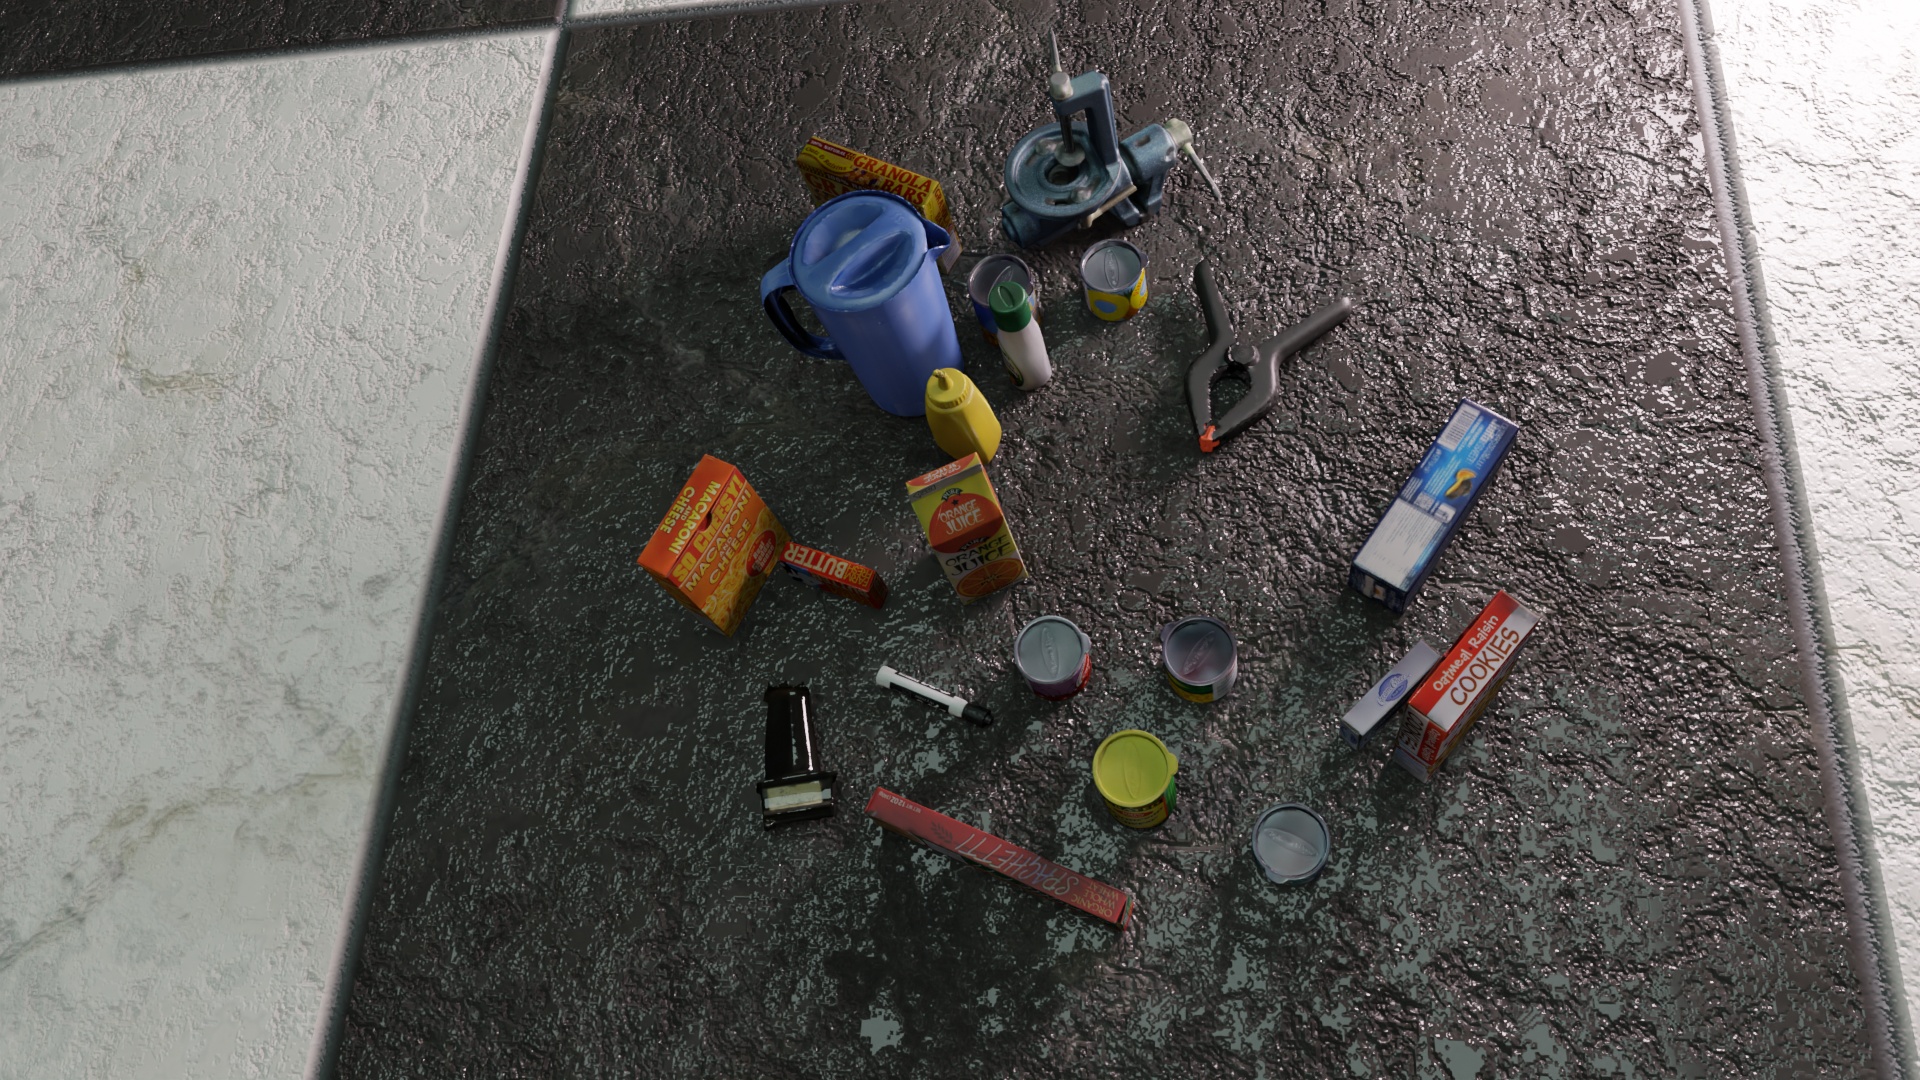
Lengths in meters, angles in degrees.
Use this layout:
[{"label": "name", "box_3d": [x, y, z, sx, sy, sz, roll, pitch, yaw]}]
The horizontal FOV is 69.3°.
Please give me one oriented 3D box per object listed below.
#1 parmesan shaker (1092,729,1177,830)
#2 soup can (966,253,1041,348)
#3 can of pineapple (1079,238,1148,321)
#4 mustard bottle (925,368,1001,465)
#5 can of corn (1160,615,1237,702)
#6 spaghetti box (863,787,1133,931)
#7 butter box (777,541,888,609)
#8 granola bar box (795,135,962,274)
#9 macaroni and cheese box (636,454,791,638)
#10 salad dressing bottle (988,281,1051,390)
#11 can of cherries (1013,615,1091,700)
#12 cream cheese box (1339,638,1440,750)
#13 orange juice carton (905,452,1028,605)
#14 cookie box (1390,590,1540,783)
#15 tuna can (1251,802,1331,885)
[{"label": "parmesan shaker", "box_3d": [0.156, 0.210, 1.206, 0.071, 0.102, 0.071, -5, 66, 10]}, {"label": "soup can", "box_3d": [0.049, -0.246, 1.444, 0.071, 0.083, 0.071, -5, 66, 10]}, {"label": "can of pineapple", "box_3d": [0.162, -0.270, 1.445, 0.071, 0.057, 0.071, -5, 66, 10]}, {"label": "mustard bottle", "box_3d": [-0.002, -0.128, 1.360, 0.065, 0.159, 0.049, 18, 72, 19]}, {"label": "can of corn", "box_3d": [0.216, 0.107, 1.264, 0.071, 0.058, 0.071, -5, 66, 10]}, {"label": "spaghetti box", "box_3d": [0.034, 0.282, 1.229, 0.250, 0.050, 0.029, 19, 72, 19]}, {"label": "butter box", "box_3d": [-0.125, 0.035, 1.373, 0.103, 0.053, 0.024, 18, 72, 19]}, {"label": "granola bar box", "box_3d": [-0.086, -0.363, 1.503, 0.166, 0.124, 0.039, 25, 74, 21]}, {"label": "macaroni and cheese box", "box_3d": [-0.234, 0.008, 1.345, 0.040, 0.166, 0.124, 23, 73, 21]}, {"label": "salad dressing bottle", "box_3d": [0.058, -0.204, 1.388, 0.044, 0.147, 0.064, -27, 64, 0]}, {"label": "can of cherries", "box_3d": [0.089, 0.110, 1.290, 0.071, 0.058, 0.072, -5, 66, 10]}, {"label": "cream cheese box", "box_3d": [0.376, 0.136, 1.219, 0.104, 0.053, 0.024, -43, 65, -8]}, {"label": "orange juice carton", "box_3d": [0.005, -0.016, 1.290, 0.072, 0.192, 0.073, -23, 64, 2]}, {"label": "cookie box", "box_3d": [0.414, 0.124, 1.152, 0.040, 0.167, 0.123, 38, 79, 24]}, {"label": "tuna can", "box_3d": [0.283, 0.264, 1.193, 0.071, 0.032, 0.071, -5, 65, 10]}]
